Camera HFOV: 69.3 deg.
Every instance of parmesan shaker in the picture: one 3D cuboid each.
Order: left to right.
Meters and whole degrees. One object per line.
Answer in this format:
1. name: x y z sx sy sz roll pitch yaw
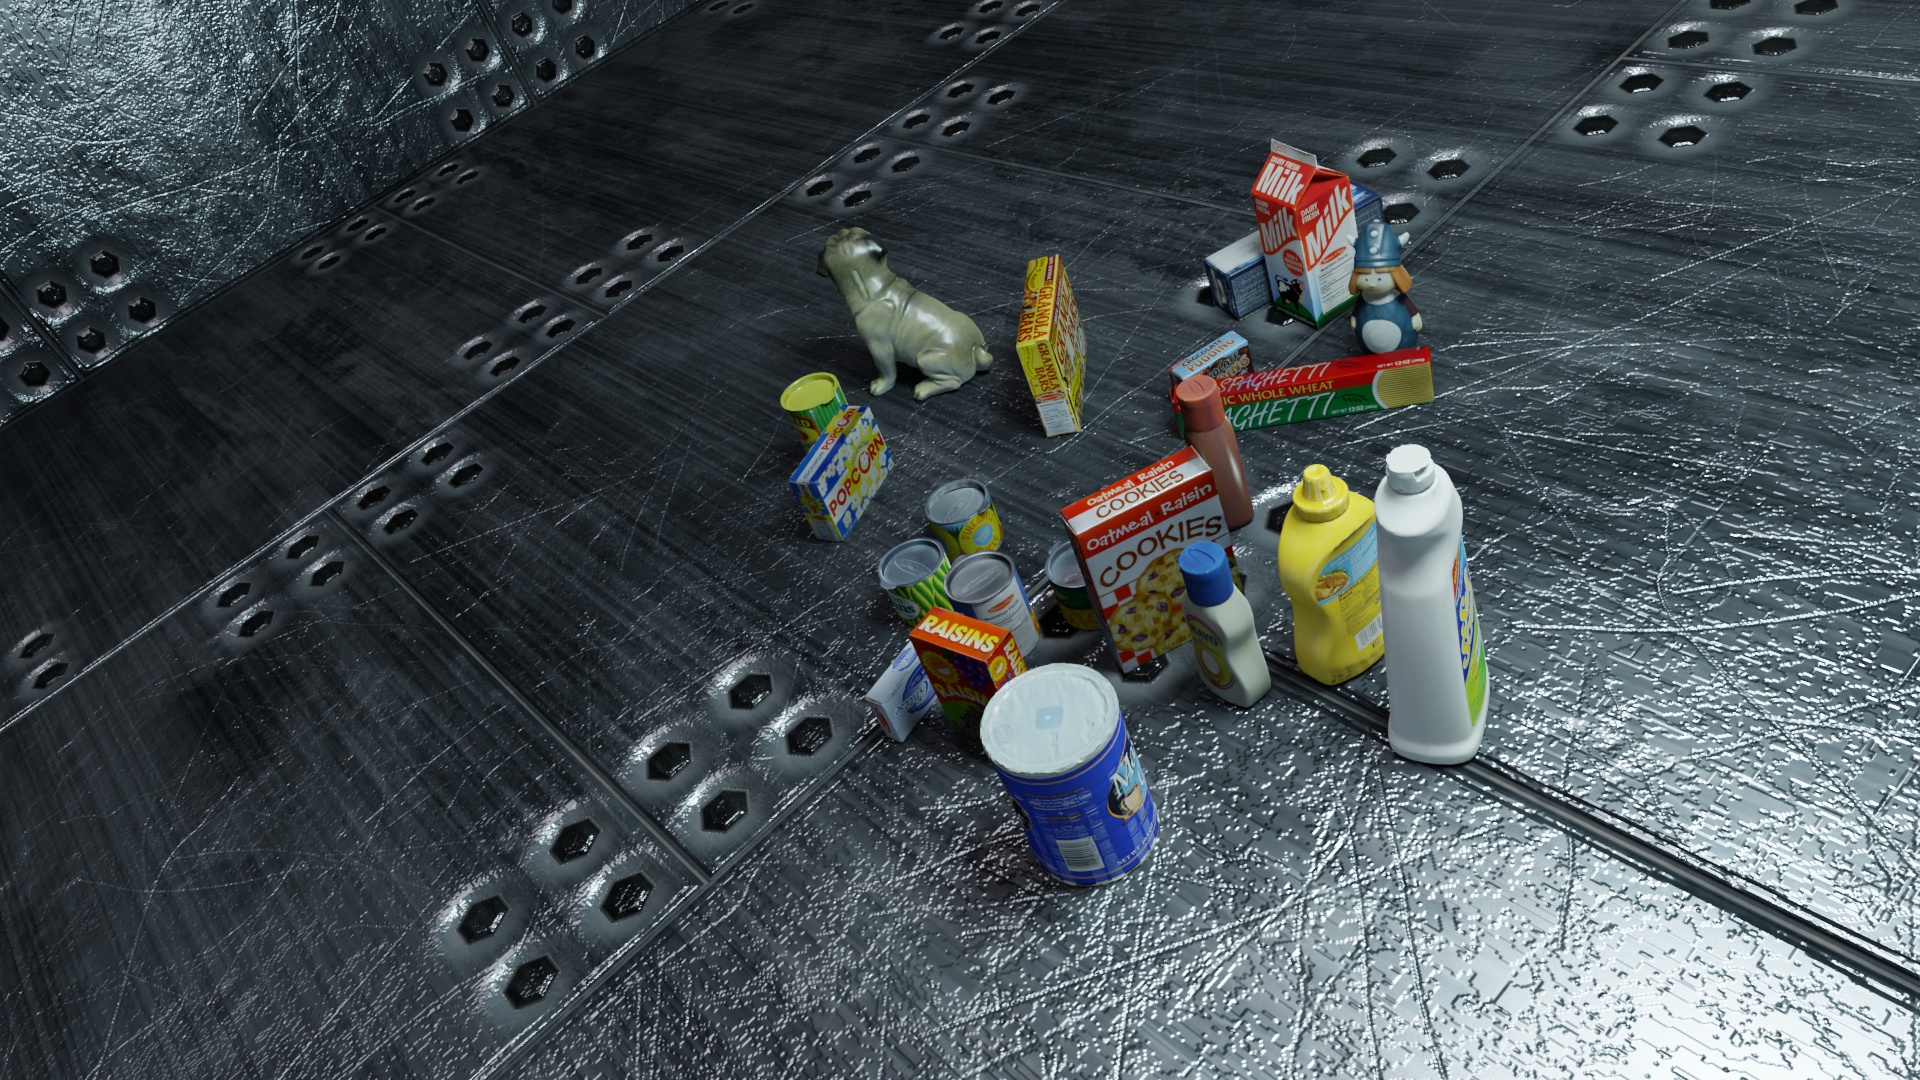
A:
1. parmesan shaker: -0.146 -0.124 1.528 0.071 0.102 0.072 -14 39 12

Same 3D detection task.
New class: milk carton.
1. milk carton: 0.361 -0.324 1.444 0.073 0.189 0.072 -33 39 -12

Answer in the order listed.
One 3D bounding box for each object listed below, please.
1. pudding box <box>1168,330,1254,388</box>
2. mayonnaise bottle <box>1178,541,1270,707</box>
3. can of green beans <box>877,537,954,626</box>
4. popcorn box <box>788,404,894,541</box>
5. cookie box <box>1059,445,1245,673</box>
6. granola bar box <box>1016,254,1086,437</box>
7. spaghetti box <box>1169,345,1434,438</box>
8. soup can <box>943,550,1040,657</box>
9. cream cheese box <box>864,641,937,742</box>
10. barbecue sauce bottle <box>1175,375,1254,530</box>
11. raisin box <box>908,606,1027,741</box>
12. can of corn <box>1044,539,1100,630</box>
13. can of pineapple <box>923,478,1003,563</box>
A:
1. pudding box: 0.259 -0.174 1.431 0.084 0.049 0.030 -31 39 -10
2. mayonnaise bottle: 0.205 0.065 1.099 0.041 0.147 0.065 -37 40 -17
3. can of green beans: -0.038 0.040 1.320 0.071 0.057 0.071 -14 39 11
4. popcorn box: -0.125 -0.072 1.472 0.038 0.085 0.127 4 45 30
5. cookie box: 0.164 0.017 1.160 0.123 0.166 0.040 -26 38 -4
6. granola bar box: 0.101 -0.210 1.492 0.039 0.123 0.166 -9 40 17
7. spaghetti box: 0.332 -0.144 1.360 0.250 0.050 0.029 -7 41 18
8. soup can: 0.028 0.059 1.244 0.071 0.083 0.072 -14 39 12
9. cream cheese box: -0.039 0.122 1.228 0.024 0.053 0.104 13 51 37
10. barbecue sauce bottle: 0.229 -0.081 1.258 0.044 0.148 0.065 -24 38 -1
11. raisin box: 0.017 0.117 1.150 0.086 0.123 0.040 16 52 39
12. can of corn: 0.114 0.037 1.249 0.071 0.058 0.071 -14 39 11
13. can of pineapple: 0.005 -0.017 1.366 0.071 0.057 0.071 -14 39 11
